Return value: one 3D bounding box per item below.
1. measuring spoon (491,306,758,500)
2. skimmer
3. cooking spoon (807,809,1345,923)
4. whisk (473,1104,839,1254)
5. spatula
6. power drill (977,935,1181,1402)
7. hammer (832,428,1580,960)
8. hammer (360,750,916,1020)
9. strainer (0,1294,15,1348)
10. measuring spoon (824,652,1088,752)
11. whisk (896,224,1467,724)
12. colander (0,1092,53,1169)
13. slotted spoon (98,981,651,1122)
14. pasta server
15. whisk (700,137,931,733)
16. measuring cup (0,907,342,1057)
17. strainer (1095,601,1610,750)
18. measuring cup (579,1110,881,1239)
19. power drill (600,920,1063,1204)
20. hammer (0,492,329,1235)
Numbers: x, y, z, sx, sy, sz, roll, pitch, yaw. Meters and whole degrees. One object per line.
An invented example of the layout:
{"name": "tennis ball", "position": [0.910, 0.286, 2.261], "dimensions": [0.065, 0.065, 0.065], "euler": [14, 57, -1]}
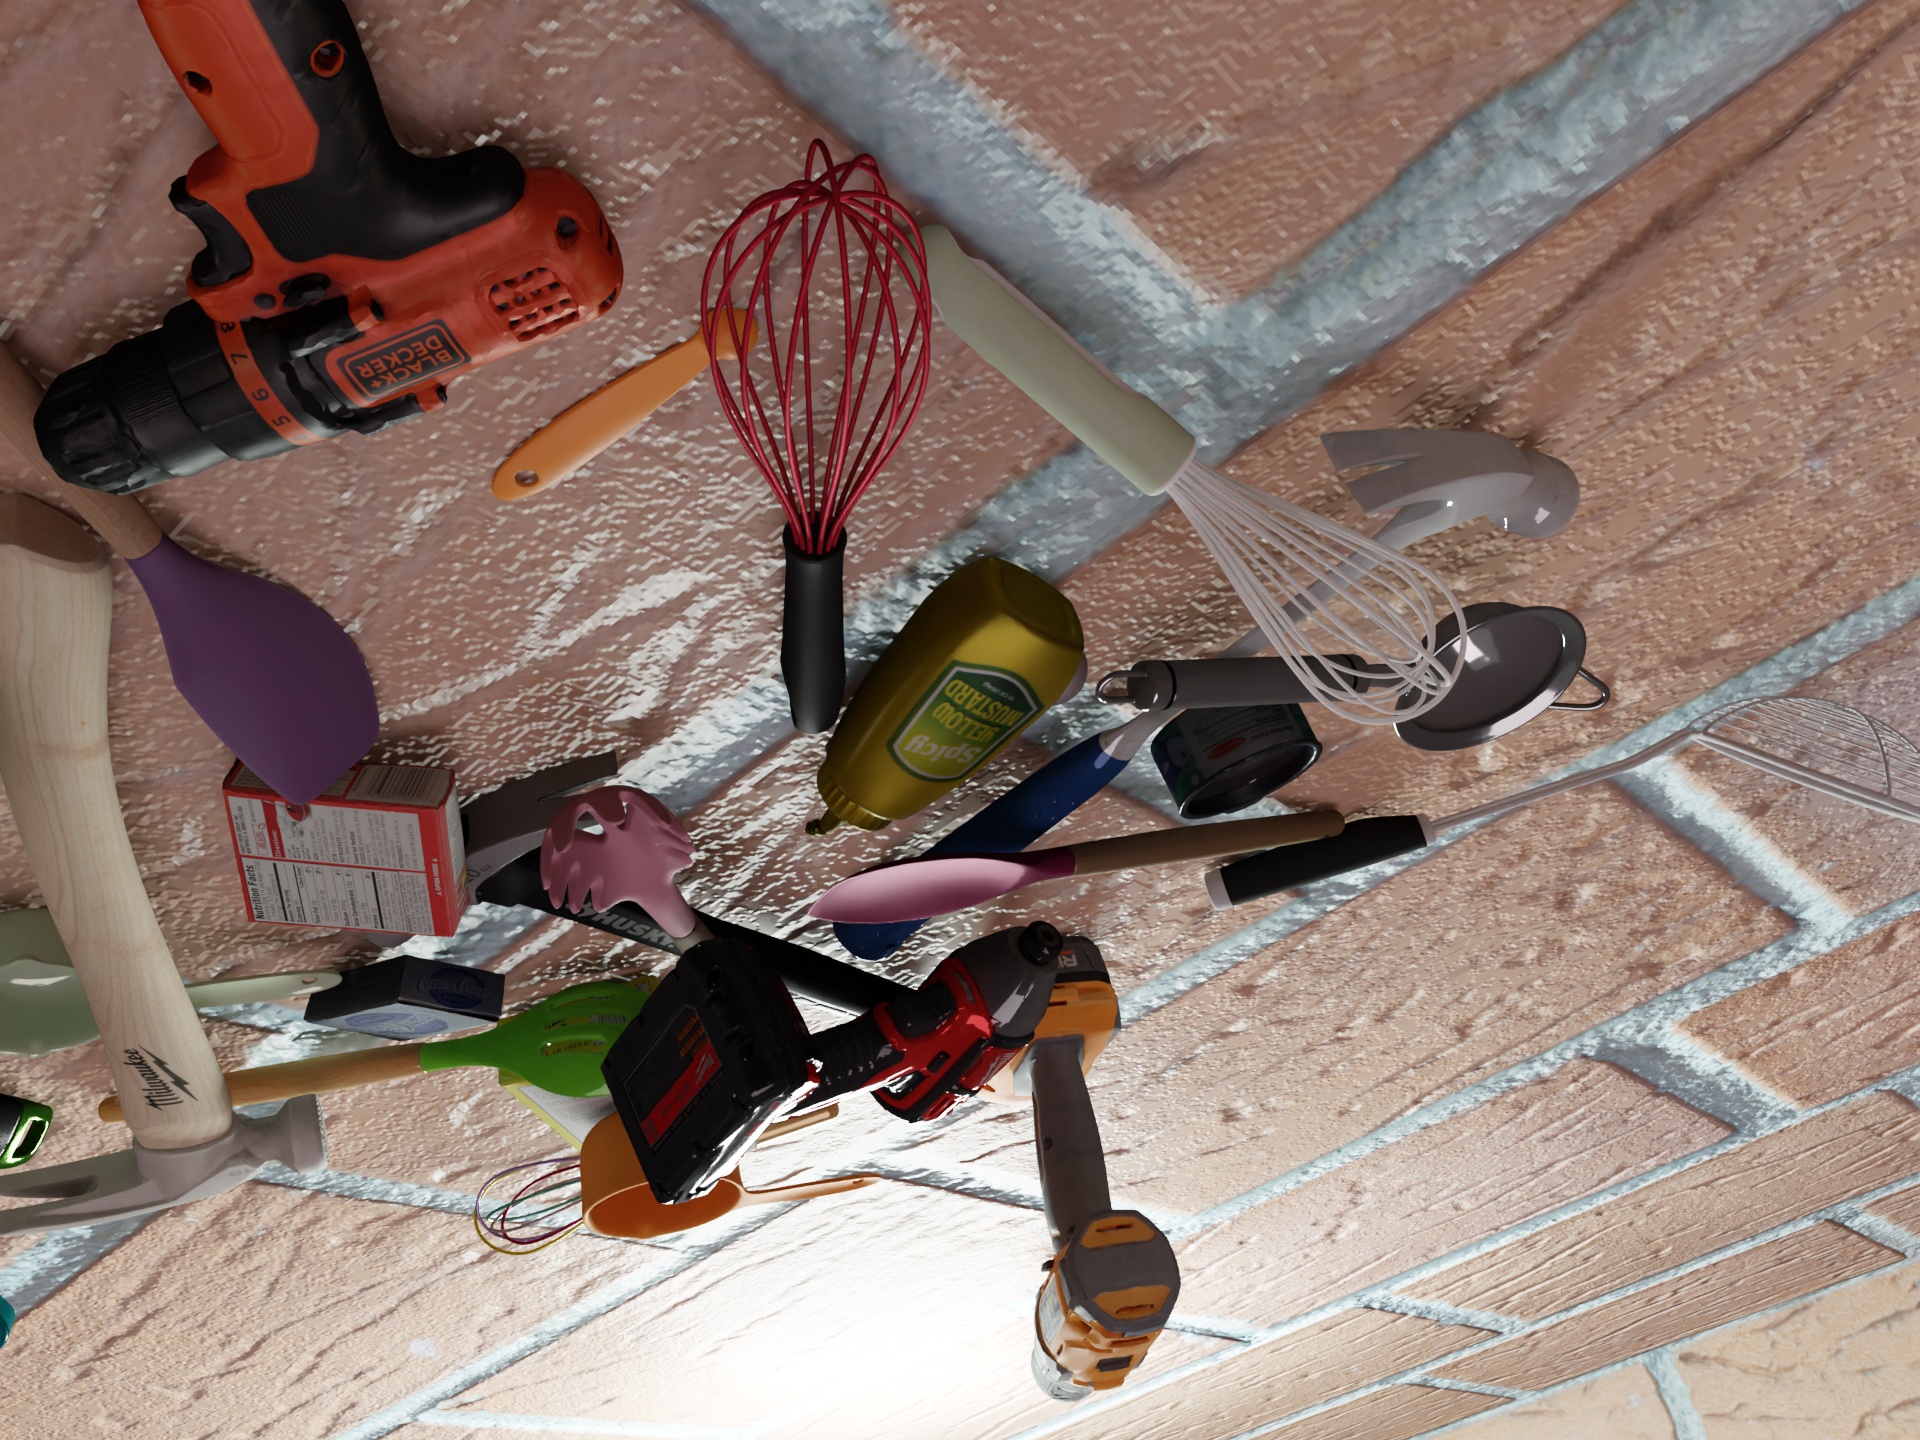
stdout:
{"name": "measuring spoon", "position": [-0.116, -0.104, 0.541], "dimensions": [0.117, 0.011, 0.021], "euler": [-29, 141, 20]}
{"name": "skimmer", "position": [0.315, 0.067, 0.840], "dimensions": [0.363, 0.090, 0.127], "euler": [-18, 179, 11]}
{"name": "cooking spoon", "position": [0.070, 0.065, 0.763], "dimensions": [0.318, 0.017, 0.068], "euler": [-4, 153, -34]}
{"name": "whisk", "position": [-0.193, 0.285, 1.011], "dimensions": [0.245, 0.047, 0.051], "euler": [-19, 142, 2]}
{"name": "spatula", "position": [-0.277, -0.076, 0.512], "dimensions": [0.060, 0.018, 0.315], "euler": [-48, 146, -20]}
{"name": "power drill", "position": [0.056, 0.261, 0.899], "dimensions": [0.084, 0.226, 0.185], "euler": [-4, 143, -12]}
{"name": "hammer", "position": [0.073, 0.004, 0.707], "dimensions": [0.144, 0.035, 0.405], "euler": [2, 147, -47]}
{"name": "hammer", "position": [-0.120, 0.111, 0.808], "dimensions": [0.146, 0.035, 0.334], "euler": [-33, 140, 25]}
{"name": "strainer", "position": [-0.414, 0.081, 0.559], "dimensions": [0.211, 0.095, 0.340], "euler": [-16, 120, -5]}
{"name": "measuring spoon", "position": [-0.001, -0.002, 0.706], "dimensions": [0.124, 0.018, 0.034], "euler": [-19, 144, 5]}
{"name": "whisk", "position": [0.077, -0.081, 0.535], "dimensions": [0.246, 0.058, 0.059], "euler": [37, 99, -15]}
{"name": "colander", "position": [-0.551, 0.146, 0.667], "dimensions": [0.094, 0.204, 0.396], "euler": [17, 165, 15]}
{"name": "slotted spoon", "position": [-0.303, 0.181, 0.828], "dimensions": [0.314, 0.070, 0.031], "euler": [-10, 134, 7]}
{"name": "pasta server", "position": [-0.120, 0.113, 0.748], "dimensions": [0.060, 0.040, 0.315], "euler": [-27, 146, -5]}
{"name": "whisk", "position": [-0.051, -0.076, 0.557], "dimensions": [0.073, 0.073, 0.295], "euler": [-6, 150, -10]}
{"name": "measuring cup", "position": [-0.375, 0.114, 0.732], "dimensions": [0.167, 0.038, 0.083], "euler": [-1, 140, -27]}
{"name": "strainer", "position": [0.161, -0.020, 0.638], "dimensions": [0.258, 0.050, 0.086], "euler": [-3, 138, -30]}
{"name": "measuring cup", "position": [-0.129, 0.247, 0.899], "dimensions": [0.173, 0.052, 0.095], "euler": [2, 142, -27]}
{"name": "power drill", "position": [-0.049, 0.155, 0.779], "dimensions": [0.219, 0.079, 0.143], "euler": [0, 139, -46]}
{"name": "hammer", "position": [-0.357, 0.084, 0.647], "dimensions": [0.146, 0.038, 0.410], "euler": [-9, 137, -22]}
